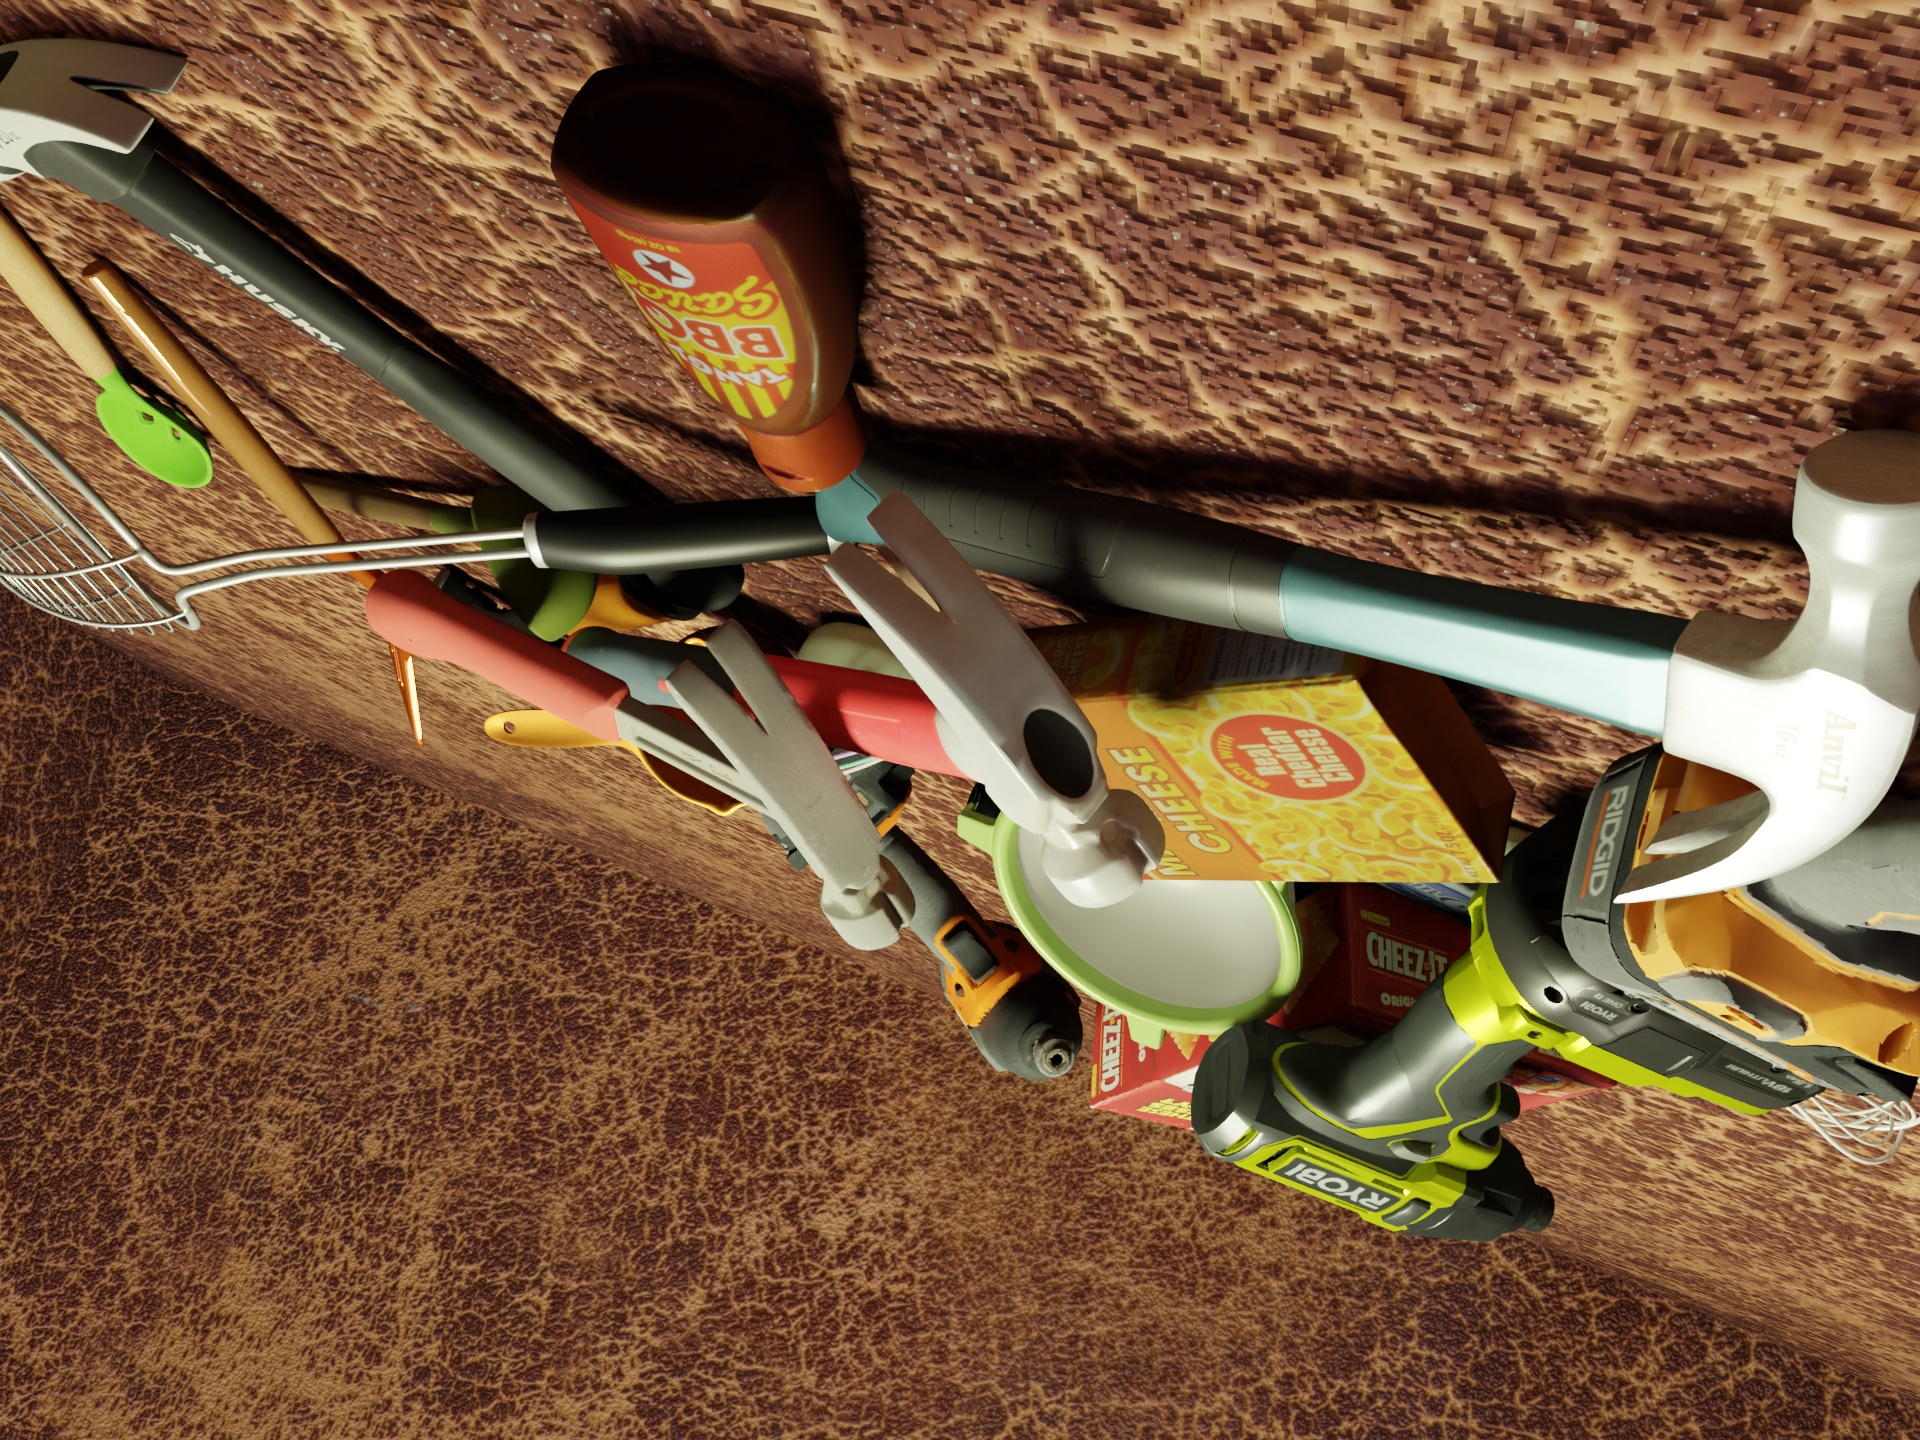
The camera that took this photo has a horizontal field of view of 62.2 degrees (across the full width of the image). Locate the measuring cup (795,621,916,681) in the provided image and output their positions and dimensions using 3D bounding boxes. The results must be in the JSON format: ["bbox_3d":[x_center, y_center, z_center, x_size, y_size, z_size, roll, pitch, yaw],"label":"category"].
[{"bbox_3d":[-0.001,-0.002,0.766,0.167,0.038,0.083,21,166,1],"label":"measuring cup"}]

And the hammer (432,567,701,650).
[{"bbox_3d":[-0.211,-0.058,0.904,0.127,0.034,0.337,31,164,-26],"label":"hammer"}]

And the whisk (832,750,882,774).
[{"bbox_3d":[-0.006,-0.005,0.673,0.245,0.051,0.047,-6,166,34],"label":"whisk"}]

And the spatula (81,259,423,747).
[{"bbox_3d":[-0.351,-0.105,0.827,0.081,0.041,0.322,59,175,37],"label":"spatula"}]

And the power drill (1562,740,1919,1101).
[{"bbox_3d":[0.294,0.051,0.401,0.185,0.084,0.226,25,162,-13],"label":"power drill"}]

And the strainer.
[{"bbox_3d":[0.125,0.049,0.686,0.151,0.069,0.256,50,138,-10],"label":"strainer"}]

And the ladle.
[{"bbox_3d":[-0.295,-0.102,0.838,0.320,0.062,0.078,15,145,41],"label":"ladle"}]

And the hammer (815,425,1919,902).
[{"bbox_3d":[0.081,-0.039,0.440,0.331,0.033,0.128,19,138,38],"label":"hammer"}]

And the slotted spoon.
[{"bbox_3d":[-0.444,-0.191,0.807,0.070,0.031,0.313,25,164,-4],"label":"slotted spoon"}]

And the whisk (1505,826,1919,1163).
[{"bbox_3d":[0.311,0.112,0.662,0.246,0.059,0.058,32,153,-13],"label":"whisk"}]

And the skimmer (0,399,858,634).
[{"bbox_3d":[-0.220,-0.089,0.619,0.363,0.090,0.127,-3,147,3],"label":"skimmer"}]

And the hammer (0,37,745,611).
[{"bbox_3d":[-0.208,-0.134,0.616,0.146,0.035,0.334,10,161,46],"label":"hammer"}]

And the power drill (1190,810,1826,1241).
[{"bbox_3d":[0.221,0.141,0.641,0.171,0.080,0.223,24,138,-12],"label":"power drill"}]

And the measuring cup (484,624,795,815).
[{"bbox_3d":[-0.159,-0.005,0.823,0.173,0.095,0.052,0,-159,17],"label":"measuring cup"}]

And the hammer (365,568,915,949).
[{"bbox_3d":[-0.165,-0.018,0.662,0.359,0.037,0.149,22,151,44],"label":"hammer"}]

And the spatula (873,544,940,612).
[{"bbox_3d":[0.018,-0.025,0.687,0.060,0.018,0.315,14,164,28],"label":"spatula"}]

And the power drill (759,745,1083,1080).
[{"bbox_3d":[-0.016,0.103,0.884,0.226,0.084,0.164,51,176,-16],"label":"power drill"}]

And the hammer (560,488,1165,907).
[{"bbox_3d":[-0.085,-0.022,0.611,0.143,0.038,0.386,52,159,-27],"label":"hammer"}]
